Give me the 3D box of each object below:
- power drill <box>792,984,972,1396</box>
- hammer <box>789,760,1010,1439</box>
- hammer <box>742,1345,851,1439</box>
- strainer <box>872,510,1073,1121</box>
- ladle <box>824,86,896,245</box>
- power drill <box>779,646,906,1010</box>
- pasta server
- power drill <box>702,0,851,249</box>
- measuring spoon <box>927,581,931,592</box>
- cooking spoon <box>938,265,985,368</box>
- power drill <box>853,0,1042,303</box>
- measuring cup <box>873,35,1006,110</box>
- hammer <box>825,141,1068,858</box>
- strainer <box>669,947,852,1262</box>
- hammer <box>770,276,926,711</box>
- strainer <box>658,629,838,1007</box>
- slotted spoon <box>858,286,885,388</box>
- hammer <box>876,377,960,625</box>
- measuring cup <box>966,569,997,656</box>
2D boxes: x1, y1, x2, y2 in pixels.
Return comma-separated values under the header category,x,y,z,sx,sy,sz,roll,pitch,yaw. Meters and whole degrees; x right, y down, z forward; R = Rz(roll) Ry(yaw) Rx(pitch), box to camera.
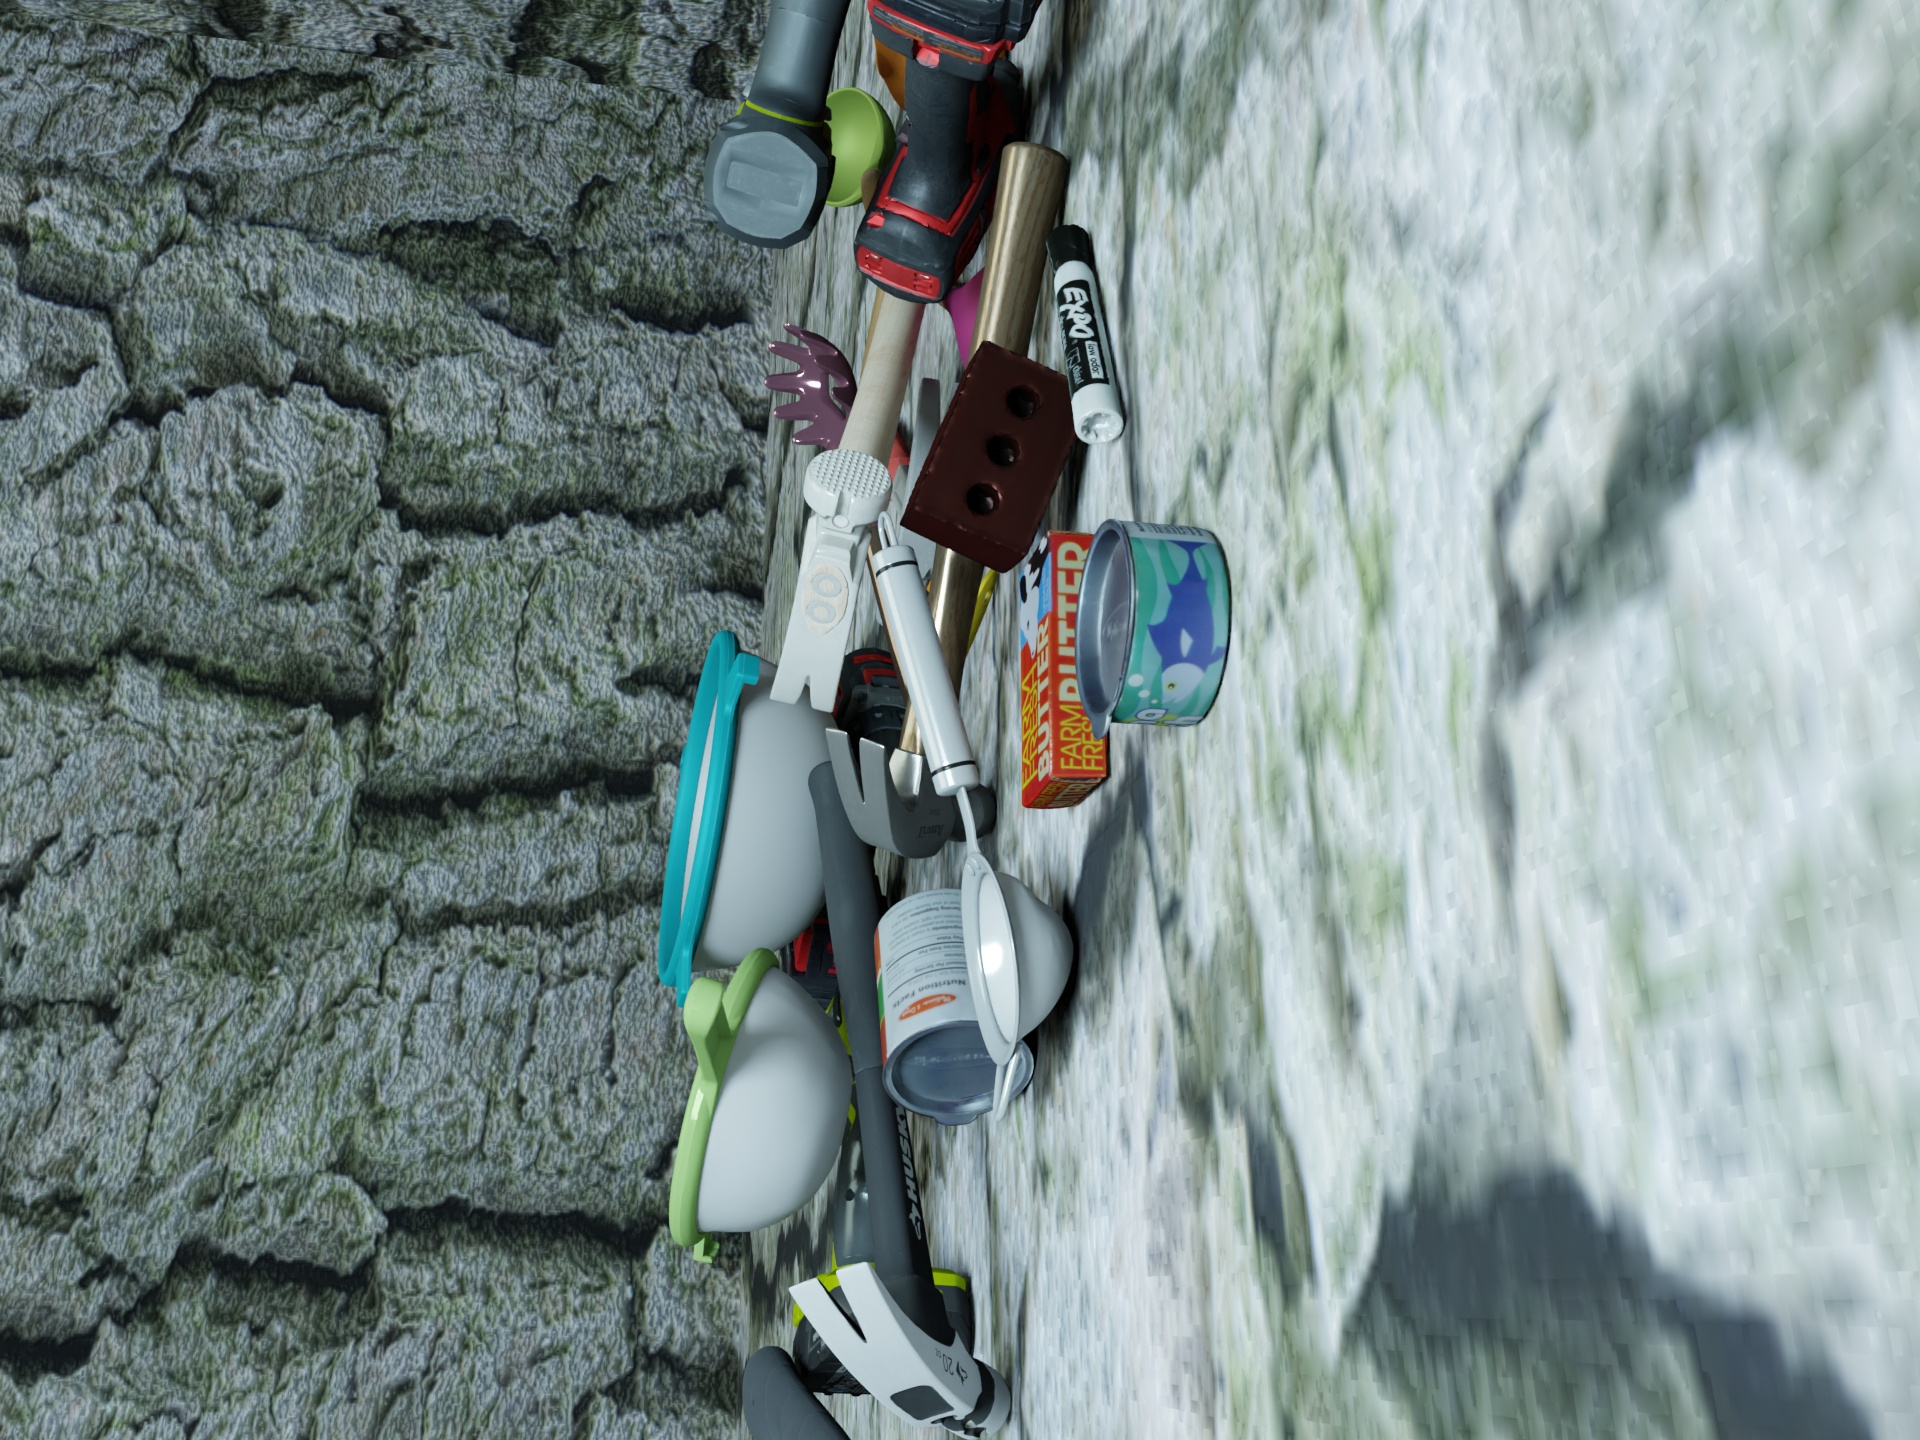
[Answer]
category,x,y,z,sx,sy,sz,roll,pitch,yaw
power drill,-0.041,0.236,0.871,0.190,0.080,0.229,116,157,-54
hammer,-0.044,0.155,0.758,0.146,0.035,0.335,54,-161,-47
hammer,-0.022,0.336,0.630,0.409,0.036,0.149,180,93,-68
strainer,0.003,0.031,0.657,0.087,0.050,0.258,125,130,-71
ladle,-0.064,-0.331,0.973,0.320,0.062,0.078,-101,34,-62
power drill,-0.064,0.082,1.046,0.188,0.080,0.226,-112,30,-65
pasta server,-0.050,-0.083,0.909,0.060,0.040,0.316,-36,66,53
power drill,-0.071,-0.353,0.772,0.171,0.080,0.223,-97,23,-65
measuring spoon,-0.015,-0.118,1.001,0.021,0.011,0.116,-101,18,-53
cooking spoon,-0.008,-0.263,0.985,0.319,0.017,0.068,-111,31,-66
power drill,0.004,-0.310,0.742,0.219,0.078,0.143,107,-172,-70
measuring cup,0.003,-0.349,0.889,0.173,0.052,0.095,69,-149,-42
hammer,0.003,-0.097,0.738,0.130,0.031,0.331,-4,-74,-62
strainer,-0.089,0.173,0.757,0.256,0.069,0.152,98,-173,-64
hammer,-0.042,-0.186,0.875,0.411,0.038,0.146,-81,6,-46
strainer,-0.129,0.051,1.006,0.340,0.095,0.211,-155,74,-77
slotted spoon,-0.031,-0.349,1.050,0.070,0.031,0.313,-97,19,-49
hammer,-0.043,-0.180,1.082,0.359,0.036,0.149,-111,31,-69
measuring cup,-0.001,-0.003,0.834,0.156,0.029,0.062,-69,-19,7
